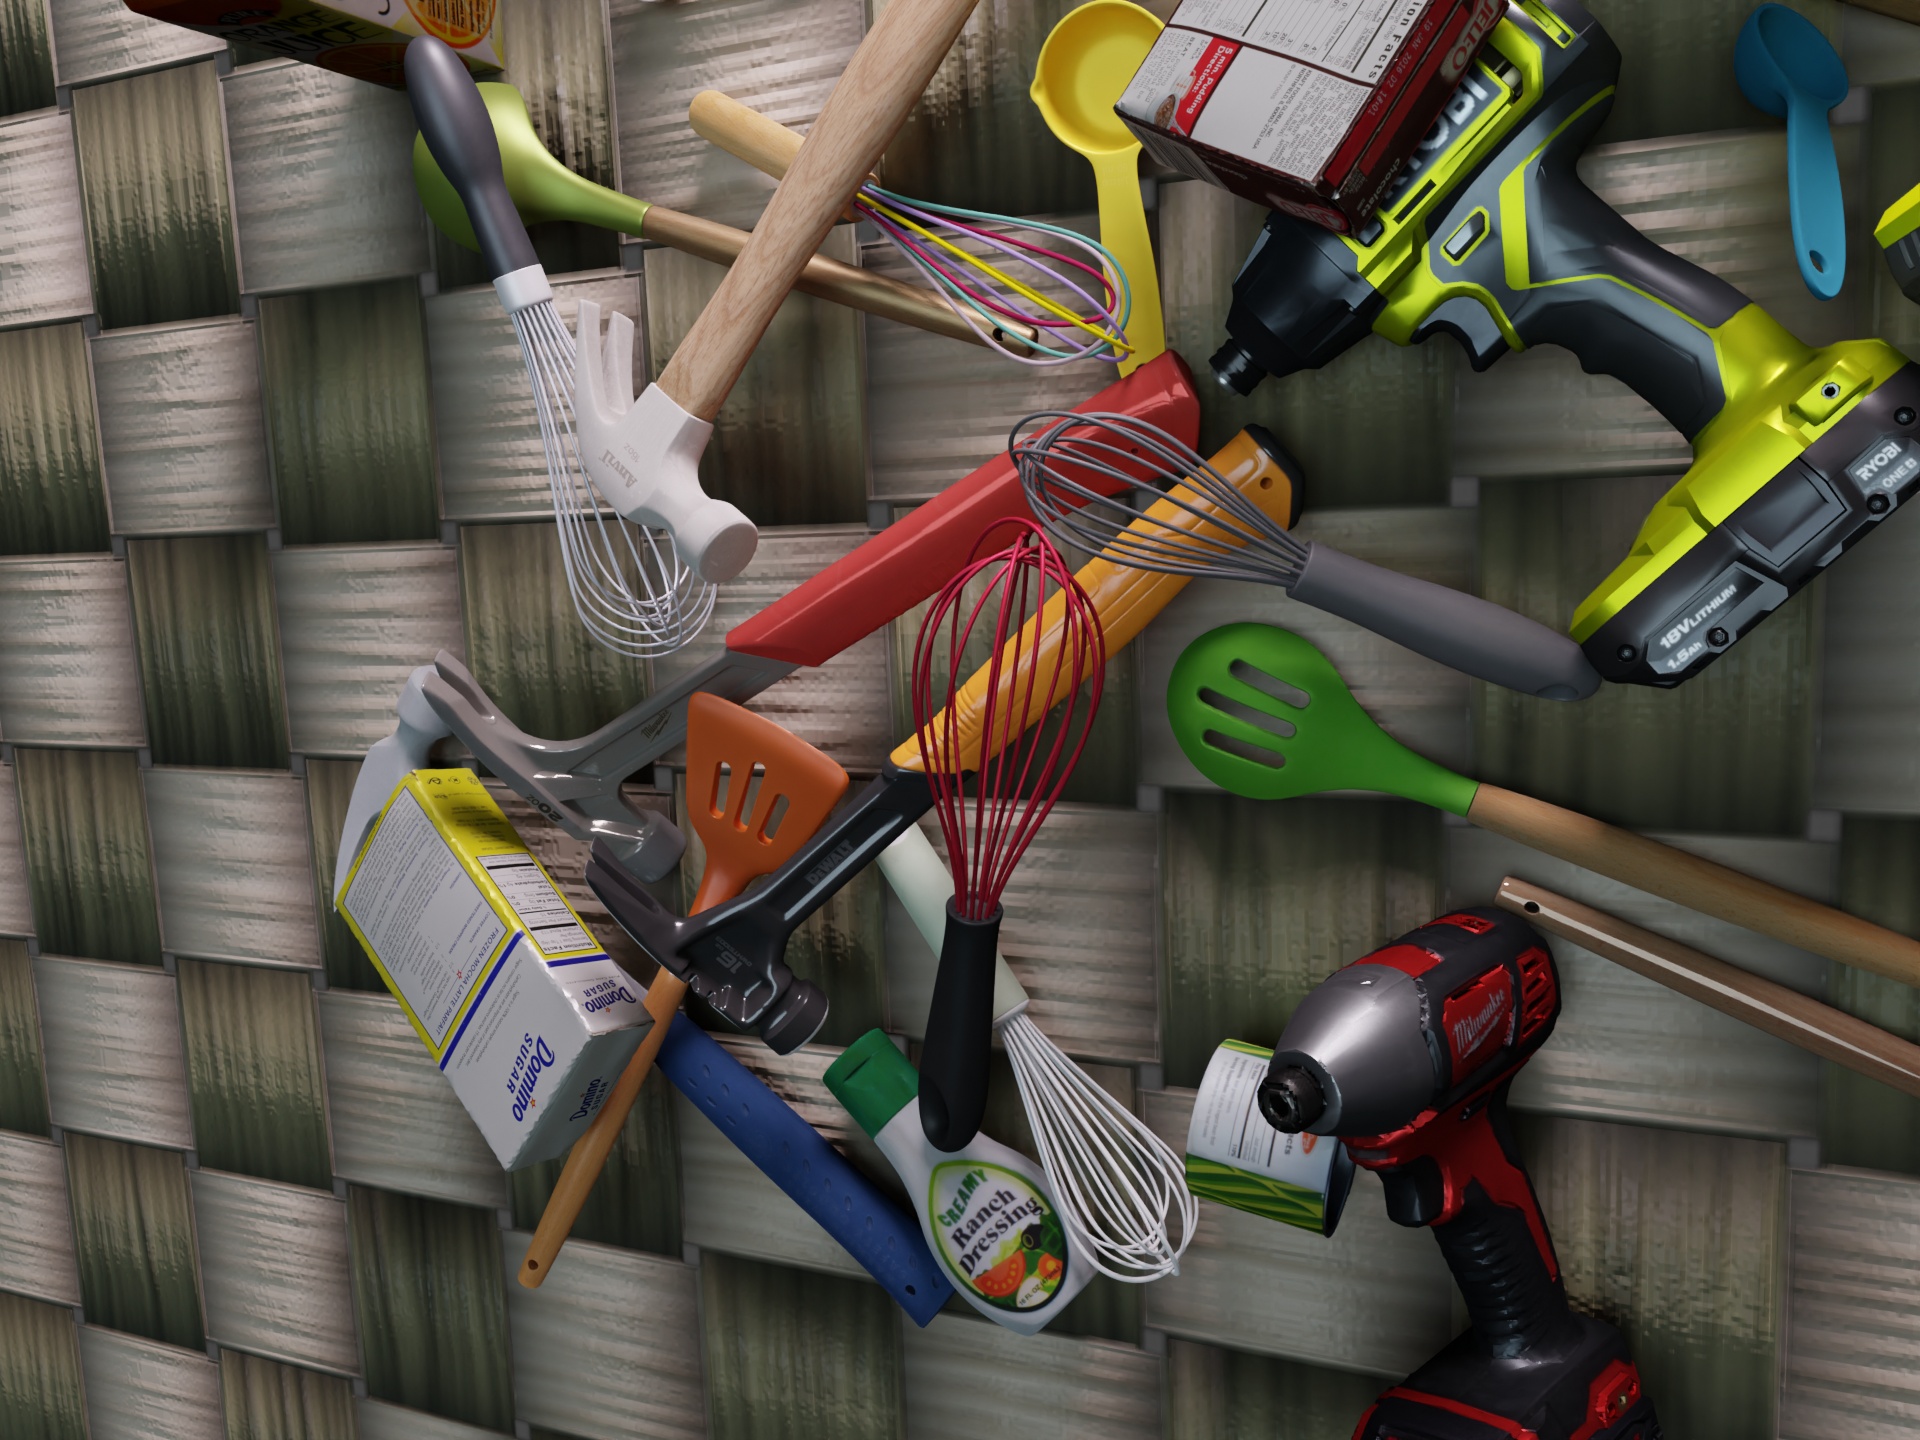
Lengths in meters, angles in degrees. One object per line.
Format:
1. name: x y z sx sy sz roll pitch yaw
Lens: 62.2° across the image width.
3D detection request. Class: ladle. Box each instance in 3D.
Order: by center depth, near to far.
1. ladle: -0.111 -0.216 0.715 0.320 0.062 0.078 21 108 14

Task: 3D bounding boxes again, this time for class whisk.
1. whisk: 0.128 -0.058 0.586 0.239 0.055 0.055 21 108 -3
2. whisk: 0.008 0.059 0.630 0.073 0.073 0.295 19 121 21
3. whisk: -0.026 -0.210 0.660 0.245 0.047 0.051 35 136 23
4. whisk: 0.025 0.137 0.703 0.058 0.059 0.246 -31 79 -11
5. whisk: -0.183 -0.161 0.710 0.070 0.070 0.284 -13 107 26

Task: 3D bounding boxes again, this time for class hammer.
1. hammer: -0.053 -0.224 0.638 0.130 0.031 0.331 42 104 28
2. hammer: -0.001 -0.002 0.654 0.337 0.034 0.127 -42 109 13
3. hammer: -0.059 -0.055 0.685 0.359 0.037 0.149 -31 120 21
4. hammer: -0.160 0.149 0.792 0.406 0.035 0.144 39 112 14

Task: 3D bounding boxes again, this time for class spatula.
1. spatula: 0.344 0.129 0.565 0.316 0.018 0.059 25 108 18
2. spatula: -0.146 0.138 0.741 0.081 0.041 0.322 29 104 8

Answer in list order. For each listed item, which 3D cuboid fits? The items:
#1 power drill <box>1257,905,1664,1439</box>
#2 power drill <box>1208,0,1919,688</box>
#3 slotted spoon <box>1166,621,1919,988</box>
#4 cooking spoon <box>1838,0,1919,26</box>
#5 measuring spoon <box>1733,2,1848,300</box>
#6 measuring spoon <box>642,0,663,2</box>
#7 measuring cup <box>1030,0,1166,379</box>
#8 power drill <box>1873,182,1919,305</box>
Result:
1. power drill: 0.177 0.191 0.583 0.078 0.143 0.219 -7 97 51
2. power drill: 0.208 -0.125 0.559 0.171 0.080 0.223 -46 75 23
3. slotted spoon: 0.221 0.038 0.604 0.314 0.031 0.070 22 103 19
4. cooking spoon: 0.194 -0.298 0.555 0.319 0.017 0.068 27 118 14
5. measuring spoon: 0.267 -0.180 0.513 0.042 0.129 0.021 21 151 -17
6. measuring spoon: -0.092 -0.338 0.698 0.124 0.018 0.034 0 98 18
7. measuring cup: 0.068 -0.206 0.641 0.062 0.029 0.156 -2 109 22
8. power drill: 0.281 -0.242 0.469 0.190 0.080 0.228 -31 86 -6
